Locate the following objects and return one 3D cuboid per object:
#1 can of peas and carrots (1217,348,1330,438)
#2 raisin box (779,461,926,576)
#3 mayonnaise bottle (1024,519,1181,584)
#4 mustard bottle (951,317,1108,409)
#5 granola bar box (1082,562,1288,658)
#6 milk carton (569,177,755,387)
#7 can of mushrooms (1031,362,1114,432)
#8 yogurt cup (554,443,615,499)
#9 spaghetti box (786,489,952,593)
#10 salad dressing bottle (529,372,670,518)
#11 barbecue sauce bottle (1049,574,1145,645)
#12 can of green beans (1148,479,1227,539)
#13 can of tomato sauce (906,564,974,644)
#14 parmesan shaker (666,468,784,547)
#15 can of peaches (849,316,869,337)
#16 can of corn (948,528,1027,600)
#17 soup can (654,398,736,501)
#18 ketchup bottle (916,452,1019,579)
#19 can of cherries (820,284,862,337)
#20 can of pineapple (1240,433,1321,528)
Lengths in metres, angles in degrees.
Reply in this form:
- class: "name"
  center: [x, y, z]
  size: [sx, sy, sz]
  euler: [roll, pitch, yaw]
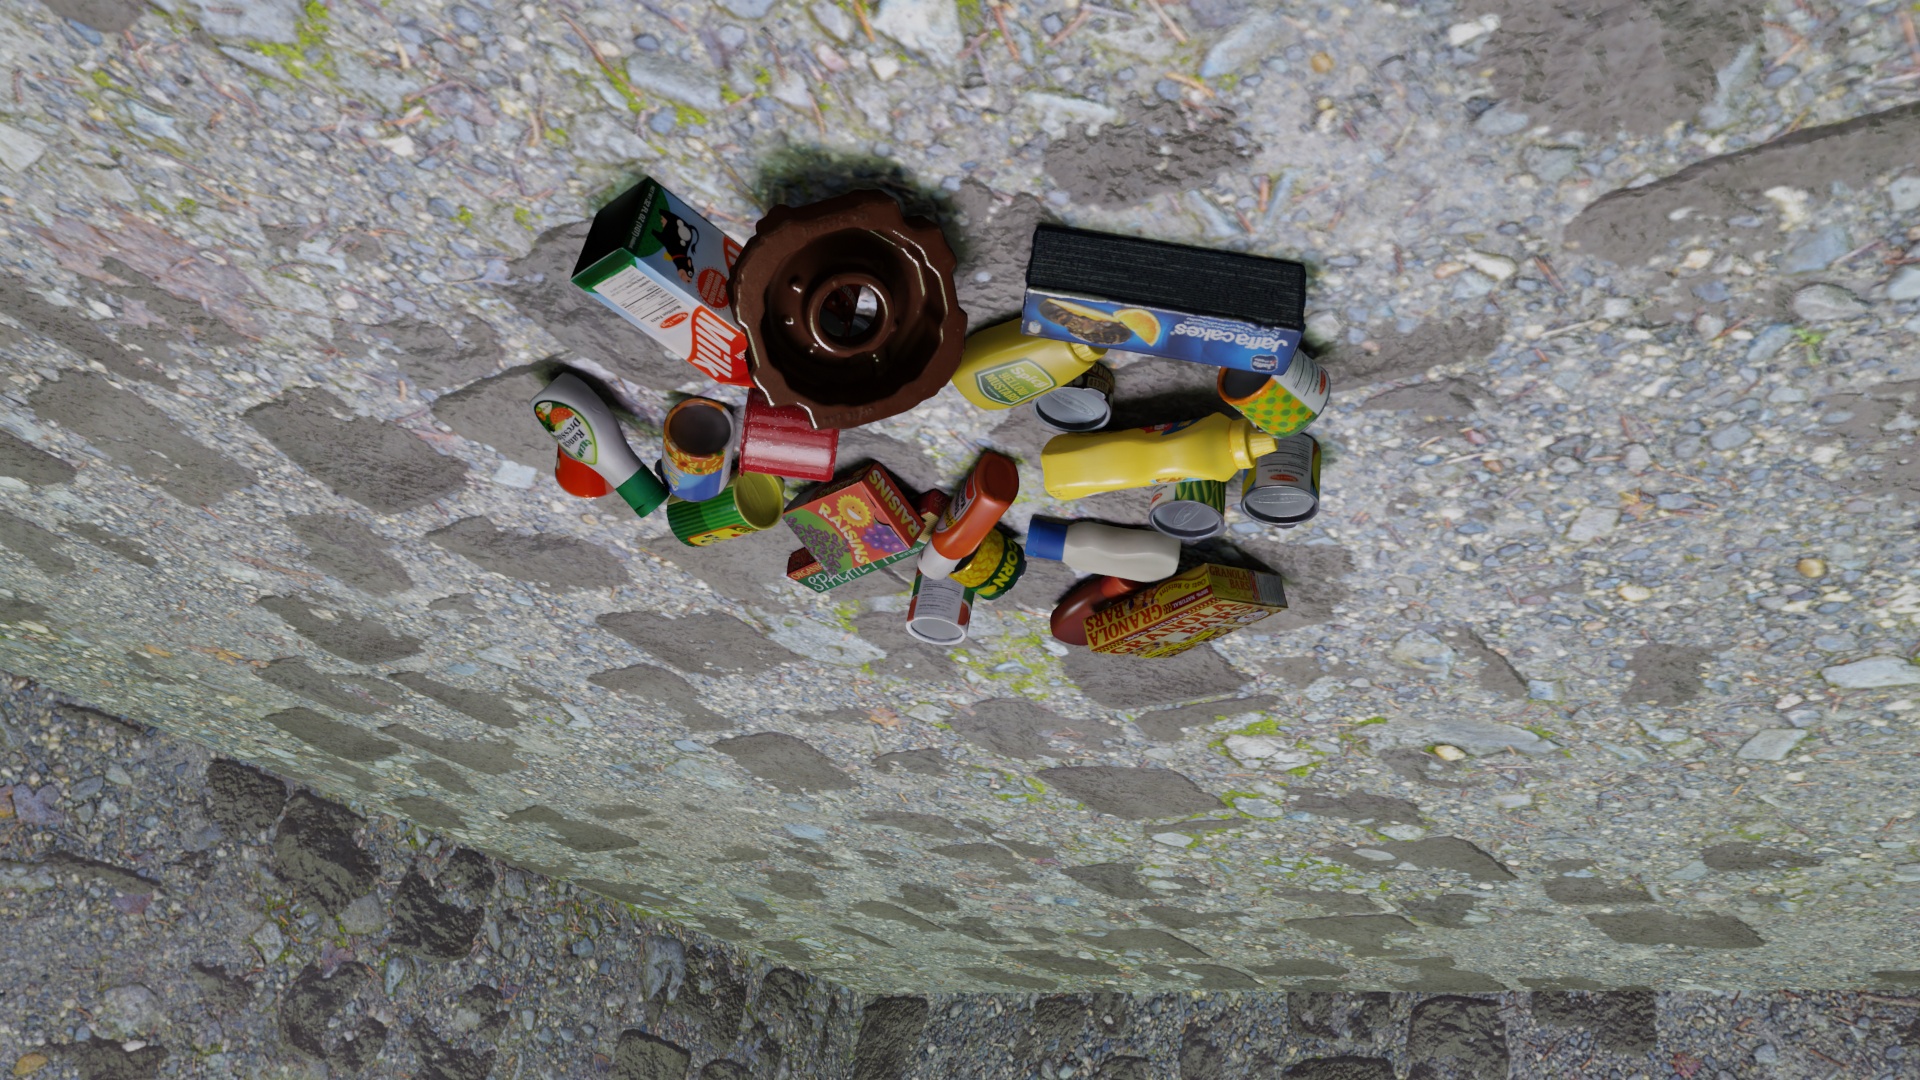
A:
- class: "can of peas and carrots"
  center: [0.239, -0.120, 1.073]
  size: [0.058, 0.071, 0.070]
  euler: [31, 145, -31]
- class: "raisin box"
  center: [-0.107, -0.020, 1.366]
  size: [0.123, 0.040, 0.086]
  euler: [-19, 115, 41]
- class: "mayonnaise bottle"
  center: [0.139, 0.008, 1.366]
  size: [0.148, 0.041, 0.064]
  euler: [10, 152, 3]
- class: "mustard bottle"
  center: [0.066, -0.149, 1.095]
  size: [0.160, 0.049, 0.065]
  euler: [-17, 140, 40]
- class: "granola bar box"
  center: [0.226, 0.075, 1.402]
  size: [0.124, 0.039, 0.165]
  euler: [9, 152, -42]
- class: "milk carton"
  center: [-0.199, -0.189, 1.088]
  size: [0.073, 0.072, 0.190]
  euler: [-17, 140, 40]
- class: "can of mushrooms"
  center: [0.095, -0.121, 1.153]
  size: [0.071, 0.033, 0.070]
  euler: [8, 151, 5]
- class: "yogurt cup"
  center: [-0.359, -0.081, 1.343]
  size: [0.072, 0.073, 0.053]
  euler: [12, 143, -3]
- class: "spaghetti box"
  center: [-0.092, 0.005, 1.446]
  size: [0.050, 0.029, 0.249]
  euler: [31, 145, -31]
- class: "salad dressing bottle"
  center: [-0.331, -0.086, 1.285]
  size: [0.064, 0.044, 0.147]
  euler: [-29, 108, 39]
- class: "barbecue sauce bottle"
  center: [0.149, 0.065, 1.461]
  size: [0.065, 0.044, 0.147]
  euler: [8, 152, -17]
- class: "can of green beans"
  center: [0.203, -0.042, 1.235]
  size: [0.071, 0.058, 0.071]
  euler: [8, 151, 4]
- class: "can of tomato sauce"
  center: [-0.018, 0.060, 1.465]
  size: [0.071, 0.083, 0.071]
  euler: [8, 151, 5]
- class: "parmesan shaker"
  center: [-0.233, -0.034, 1.387]
  size: [0.103, 0.071, 0.071]
  euler: [-14, 143, 38]
- class: "can of peaches"
  center: [-0.096, -0.143, 1.141]
  size: [0.071, 0.071, 0.057]
  euler: [7, 151, 5]
- class: "can of corn"
  center: [0.023, 0.018, 1.393]
  size: [0.071, 0.071, 0.058]
  euler: [-20, 139, 42]
- class: "soup can"
  center: [-0.248, -0.084, 1.296]
  size: [0.071, 0.071, 0.083]
  euler: [14, 150, -7]
- class: "ketchup bottle"
  center: [0.005, -0.016, 1.313]
  size: [0.043, 0.065, 0.148]
  euler: [22, 137, -14]
- class: "can of cherries"
  center: [-0.110, -0.188, 1.073]
  size: [0.071, 0.058, 0.071]
  euler: [8, 151, 5]
- class: "can of pineapple"
  center: [0.275, -0.052, 1.193]
  size: [0.071, 0.058, 0.070]
  euler: [8, 151, 5]
